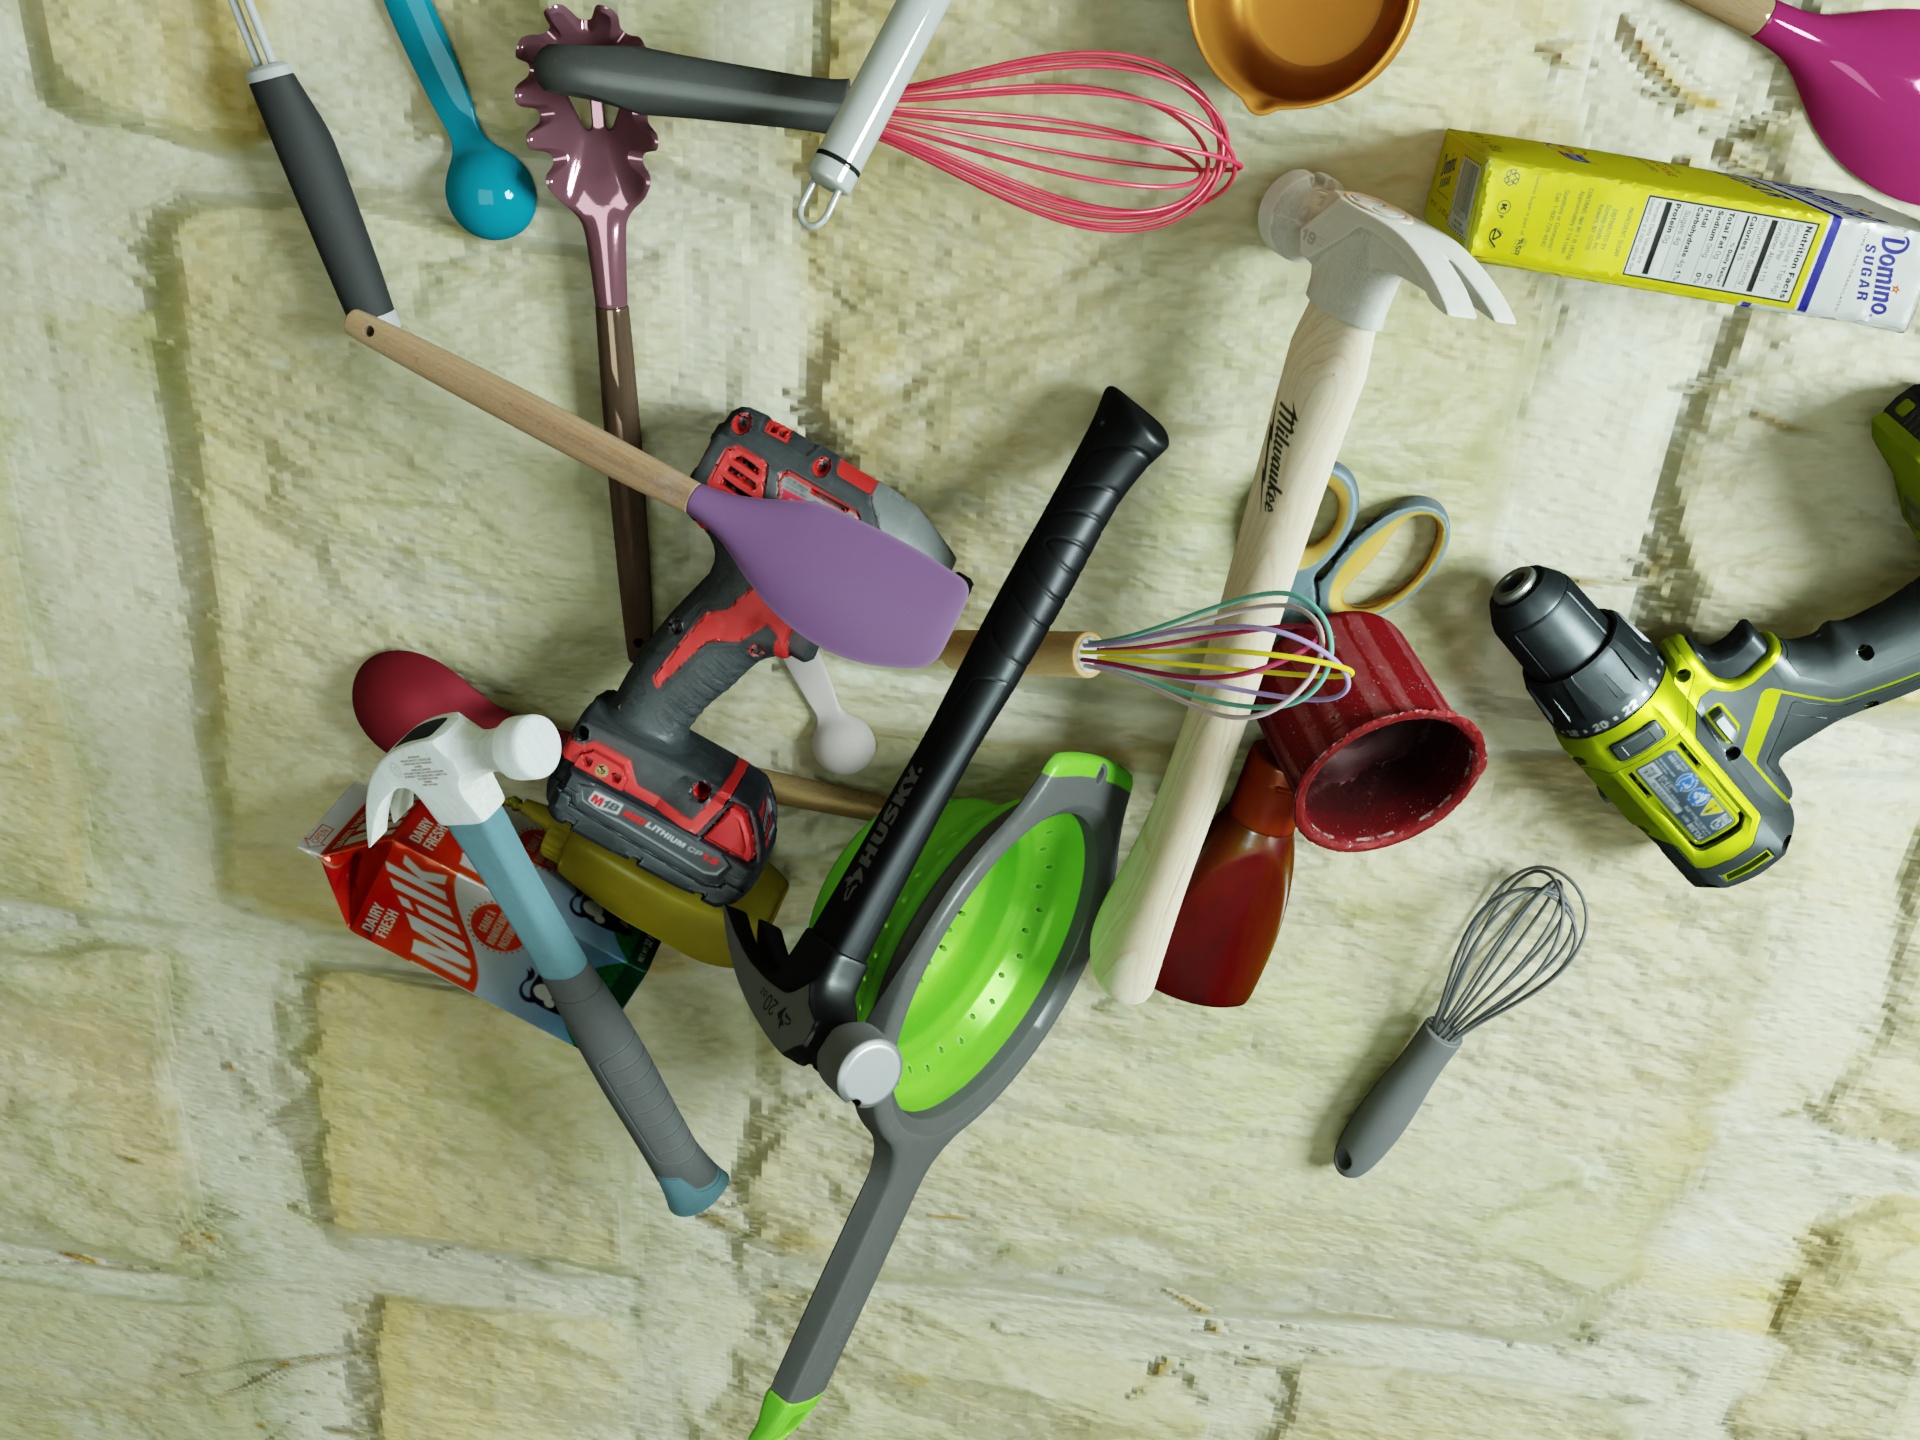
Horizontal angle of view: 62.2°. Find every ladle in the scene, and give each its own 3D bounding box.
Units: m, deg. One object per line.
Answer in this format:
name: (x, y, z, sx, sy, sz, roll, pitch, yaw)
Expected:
ladle: (-0.176, 0.021, 0.855, 0.315, 0.031, 0.069, 12, 118, -1)

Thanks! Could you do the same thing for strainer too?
strainer: (0.000, -0.306, 0.617, 0.087, 0.050, 0.258, 29, 93, 12)

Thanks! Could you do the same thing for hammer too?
hammer: (-0.197, 0.137, 0.817, 0.128, 0.033, 0.330, -3, 124, 29)
hammer: (-0.001, -0.002, 0.725, 0.035, 0.146, 0.335, 30, 88, -35)
hammer: (0.131, -0.027, 0.731, 0.038, 0.146, 0.410, 0, 122, -21)

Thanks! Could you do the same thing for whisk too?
whisk: (0.267, 0.174, 0.871, 0.055, 0.055, 0.238, 21, 122, -4)
whisk: (-0.028, -0.251, 0.659, 0.296, 0.073, 0.073, 7, 118, -3)
whisk: (0.071, -0.031, 0.715, 0.245, 0.047, 0.051, 5, 113, 50)

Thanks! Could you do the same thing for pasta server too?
pasta server: (-0.163, -0.166, 0.748, 0.060, 0.040, 0.316, -1, 119, -5)

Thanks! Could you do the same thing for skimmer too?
skimmer: (-0.338, -0.324, 0.658, 0.127, 0.090, 0.363, 10, 127, 39)

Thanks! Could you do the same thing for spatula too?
spatula: (-0.144, -0.110, 0.722, 0.316, 0.018, 0.060, 28, 98, 5)

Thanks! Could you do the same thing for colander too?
colander: (-0.045, 0.181, 0.823, 0.095, 0.204, 0.397, 27, 95, 27)

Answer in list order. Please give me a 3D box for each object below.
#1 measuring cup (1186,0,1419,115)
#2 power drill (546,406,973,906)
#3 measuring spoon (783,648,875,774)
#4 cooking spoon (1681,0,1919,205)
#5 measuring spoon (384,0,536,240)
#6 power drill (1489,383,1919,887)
measuring cup: (0.101, -0.306, 0.642, 0.174, 0.052, 0.095, 24, 117, 14)
power drill: (-0.098, -0.027, 0.781, 0.143, 0.079, 0.219, 29, 106, -7)
measuring spoon: (-0.080, -0.023, 0.824, 0.034, 0.018, 0.124, -18, 113, 15)
cooking spoon: (0.300, -0.293, 0.638, 0.319, 0.017, 0.068, 24, 117, -7)
measuring spoon: (-0.230, -0.276, 0.707, 0.042, 0.021, 0.128, -14, 116, 13)
power drill: (0.378, -0.045, 0.727, 0.228, 0.080, 0.190, -38, 108, 25)
